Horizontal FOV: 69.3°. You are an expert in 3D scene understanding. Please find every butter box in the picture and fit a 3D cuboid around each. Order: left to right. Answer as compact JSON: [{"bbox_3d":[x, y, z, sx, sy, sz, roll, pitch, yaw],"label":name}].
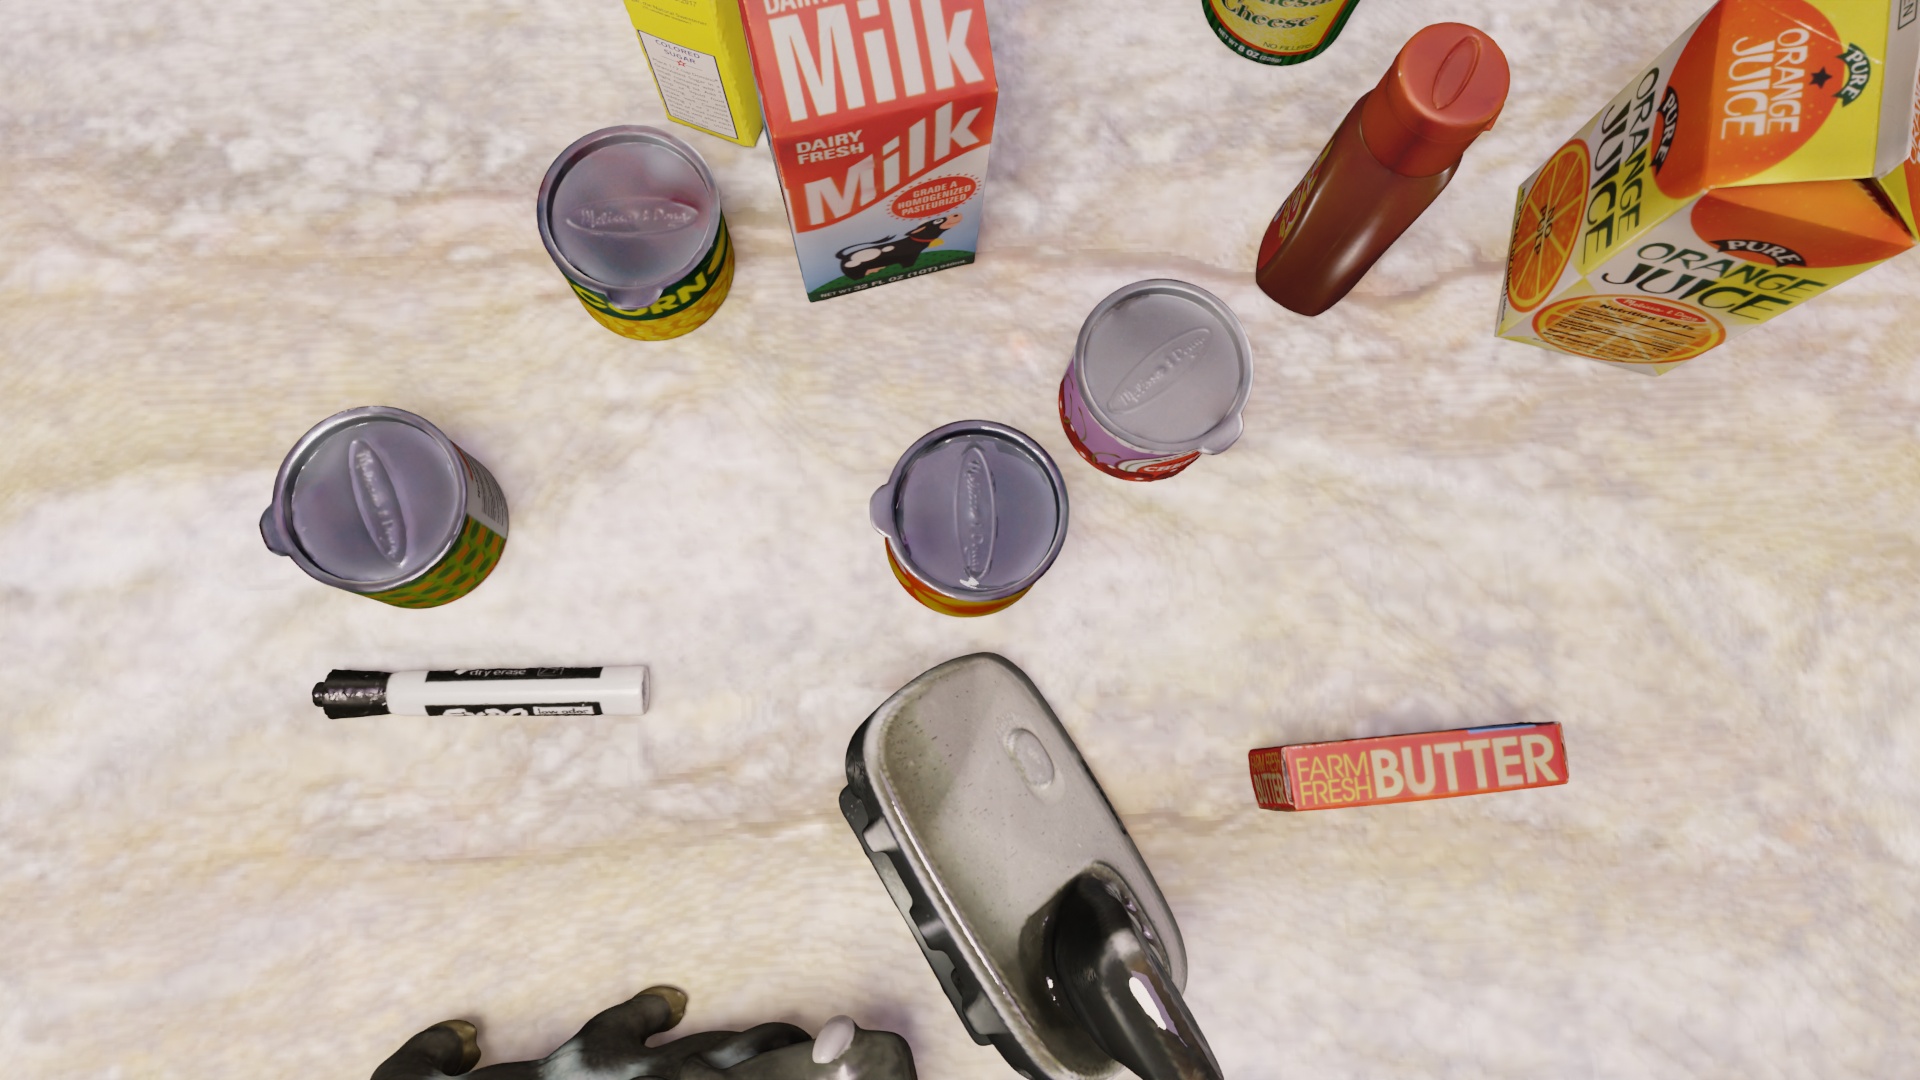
[{"bbox_3d":[0.163,0.084,0.515,0.103,0.053,0.024,-5,81,-4],"label":"butter box"}]

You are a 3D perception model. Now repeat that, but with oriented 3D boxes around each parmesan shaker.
[{"bbox_3d":[0.140,-0.240,0.546,0.071,0.103,0.071,1,80,-3],"label":"parmesan shaker"}]

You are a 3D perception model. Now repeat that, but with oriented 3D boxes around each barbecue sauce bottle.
[{"bbox_3d":[0.151,-0.133,0.505,0.044,0.148,0.065,31,80,2],"label":"barbecue sauce bottle"}]

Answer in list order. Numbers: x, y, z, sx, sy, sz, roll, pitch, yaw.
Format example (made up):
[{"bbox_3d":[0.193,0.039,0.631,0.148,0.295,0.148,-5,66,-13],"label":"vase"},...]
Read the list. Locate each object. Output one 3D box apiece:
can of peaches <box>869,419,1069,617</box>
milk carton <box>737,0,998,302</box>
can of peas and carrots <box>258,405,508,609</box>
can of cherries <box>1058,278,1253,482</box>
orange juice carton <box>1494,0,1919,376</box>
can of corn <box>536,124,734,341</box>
[{"bbox_3d":[0.002,-0.007,0.519,0.071,0.058,0.071,1,80,-3],"label":"can of peaches"},{"bbox_3d":[-0.033,-0.153,0.477,0.072,0.190,0.073,-14,81,-5],"label":"milk carton"},{"bbox_3d":[-0.208,-0.009,0.507,0.071,0.058,0.071,1,80,-3],"label":"can of peas and carrots"},{"bbox_3d":[0.074,-0.057,0.532,0.071,0.058,0.071,1,80,-3],"label":"can of cherries"},{"bbox_3d":[0.267,-0.124,0.487,0.073,0.192,0.072,13,80,-1],"label":"orange juice carton"},{"bbox_3d":[-0.122,-0.113,0.531,0.071,0.058,0.071,1,80,-3],"label":"can of corn"}]
